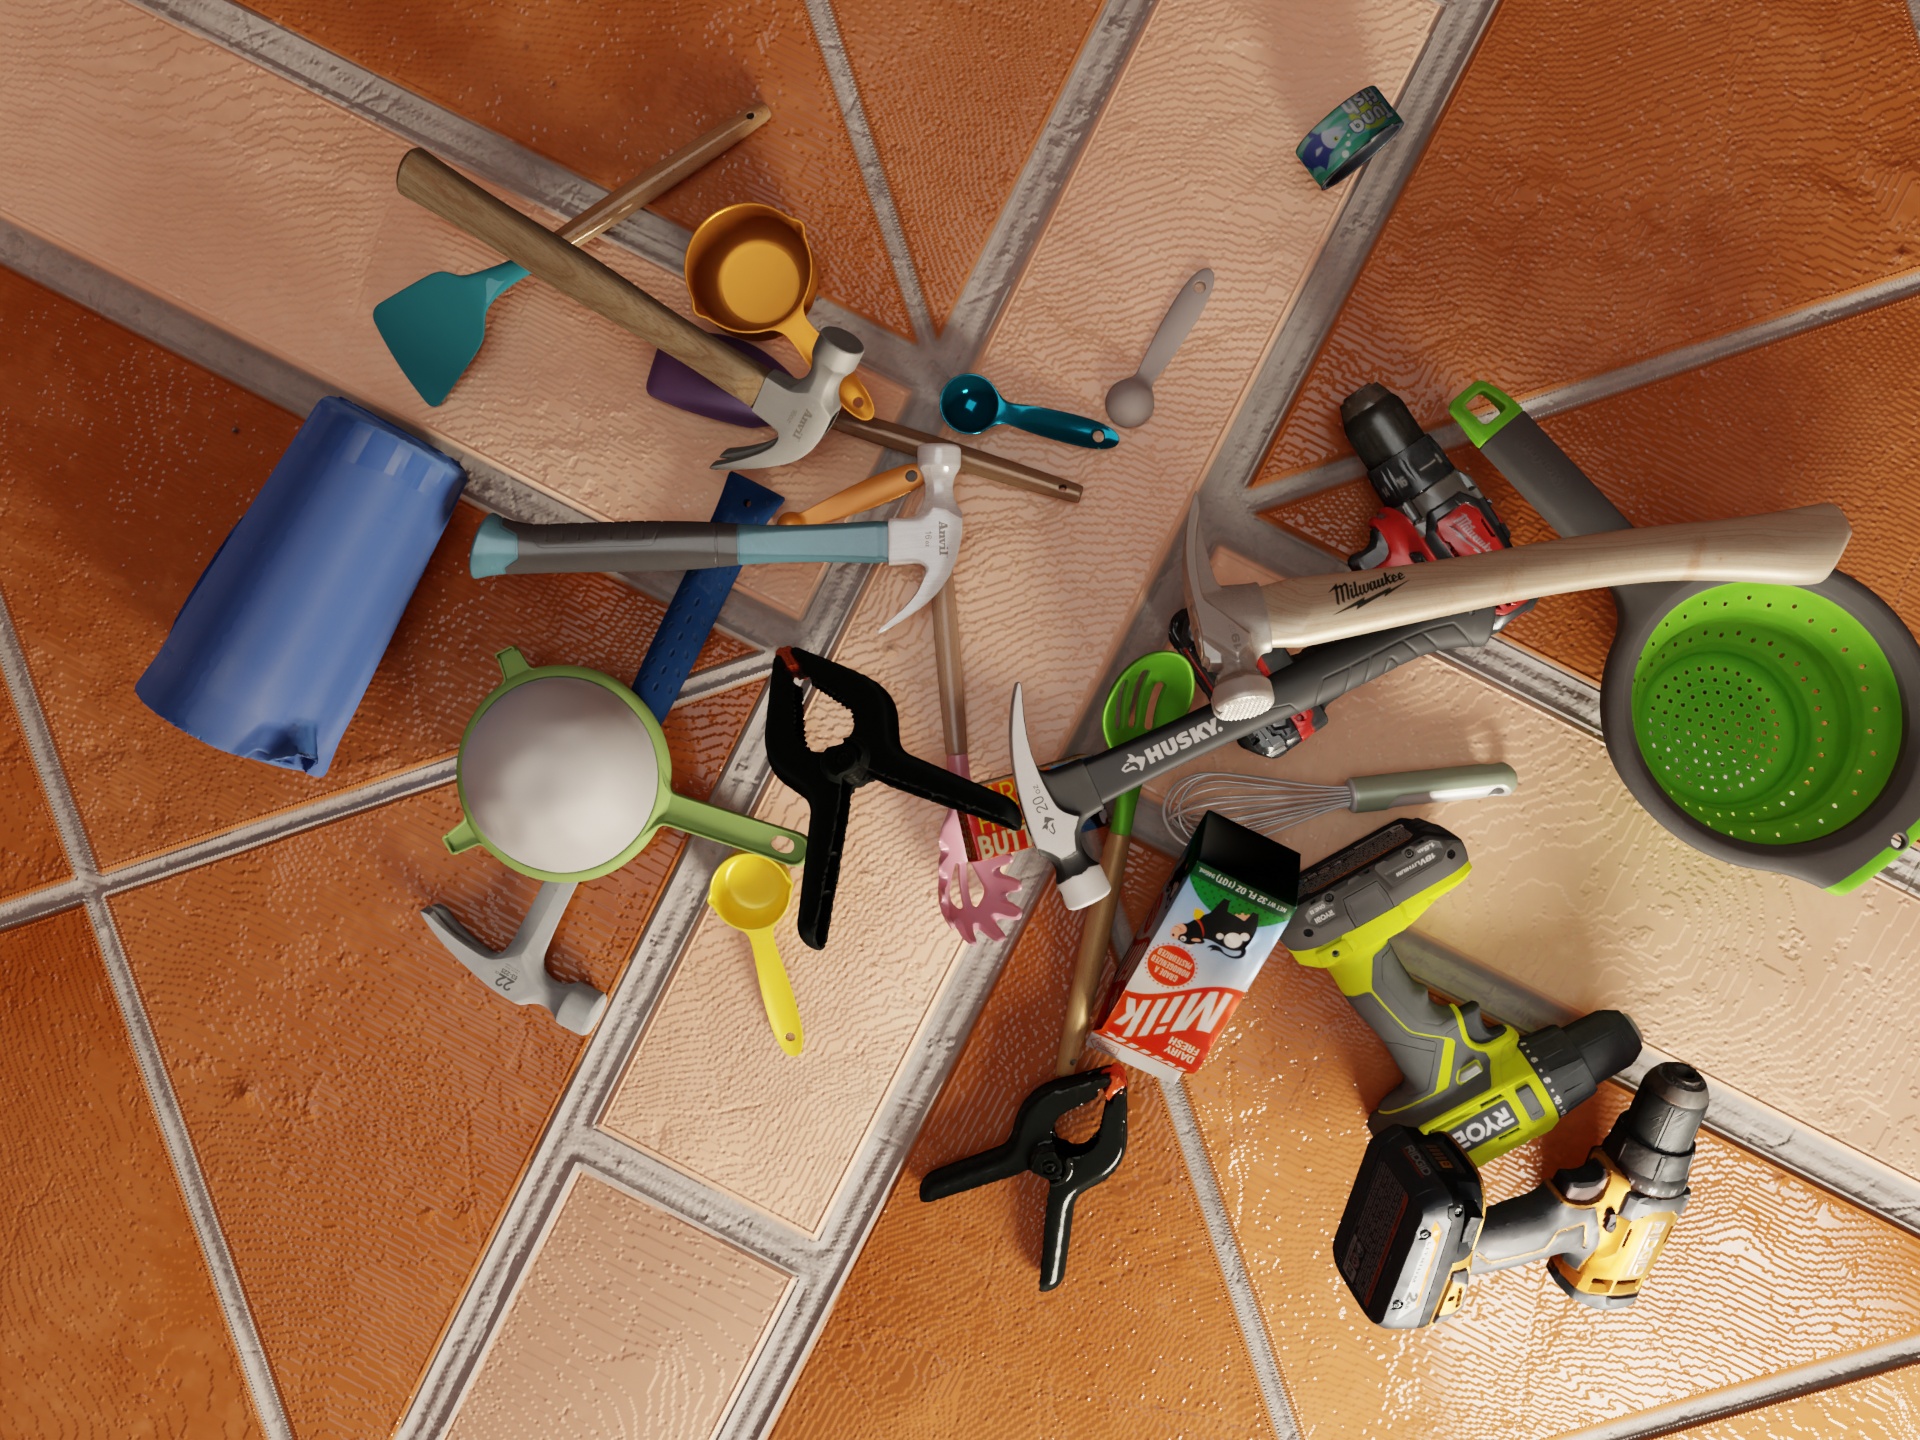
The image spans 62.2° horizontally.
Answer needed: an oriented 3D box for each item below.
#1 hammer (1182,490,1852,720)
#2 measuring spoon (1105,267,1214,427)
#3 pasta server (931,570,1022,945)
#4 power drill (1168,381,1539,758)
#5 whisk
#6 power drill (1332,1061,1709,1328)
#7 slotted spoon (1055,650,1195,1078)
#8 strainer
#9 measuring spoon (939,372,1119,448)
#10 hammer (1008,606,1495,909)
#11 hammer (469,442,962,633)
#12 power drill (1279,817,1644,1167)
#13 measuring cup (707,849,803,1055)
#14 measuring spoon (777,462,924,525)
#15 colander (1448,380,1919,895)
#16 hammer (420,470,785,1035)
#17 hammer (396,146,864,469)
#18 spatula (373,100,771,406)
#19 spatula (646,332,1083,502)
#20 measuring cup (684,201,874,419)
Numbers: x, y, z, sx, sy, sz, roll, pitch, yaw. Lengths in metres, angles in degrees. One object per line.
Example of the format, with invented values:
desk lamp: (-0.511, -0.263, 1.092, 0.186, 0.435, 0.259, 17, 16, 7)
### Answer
hammer: (0.345, -0.100, 0.994, 0.410, 0.038, 0.146, -8, 68, -2)
measuring spoon: (0.140, -0.259, 1.097, 0.034, 0.018, 0.124, 31, 93, 1)
pasta server: (-0.002, -0.004, 1.107, 0.060, 0.040, 0.316, -5, 91, -22)
power drill: (0.251, -0.099, 1.072, 0.226, 0.080, 0.188, -33, 91, 1)
whisk: (0.261, 0.053, 1.093, 0.246, 0.057, 0.059, -6, 63, -1)
power drill: (0.373, 0.305, 1.031, 0.226, 0.084, 0.185, 2, 117, -18)
slotted spoon: (0.102, 0.101, 1.095, 0.070, 0.031, 0.313, 4, 104, -30)
strainer: (-0.225, 0.054, 1.069, 0.256, 0.069, 0.151, 18, 93, 3)
measuring spoon: (0.047, -0.208, 1.108, 0.128, 0.021, 0.042, 13, 89, -7)
hammer: (0.188, -0.014, 1.016, 0.335, 0.035, 0.146, -25, 91, -2)
hammer: (-0.164, -0.120, 1.076, 0.331, 0.033, 0.128, -1, 93, -2)
power drill: (0.334, 0.185, 1.080, 0.190, 0.080, 0.228, -30, 94, 5)
measuring cup: (-0.136, 0.164, 1.133, 0.062, 0.029, 0.156, -12, 104, 3)
measuring spoon: (-0.075, -0.155, 1.116, 0.117, 0.011, 0.021, -21, 91, 3)
colander: (0.461, -0.063, 1.056, 0.204, 0.094, 0.397, -40, 81, -3)
hammer: (-0.238, 0.012, 1.120, 0.144, 0.035, 0.405, 27, 94, 1)
hammer: (-0.230, -0.280, 1.065, 0.331, 0.031, 0.130, 31, 126, 0)
spatula: (-0.267, -0.340, 1.113, 0.317, 0.044, 0.082, -33, 90, -1)
spatula: (-0.066, -0.206, 1.110, 0.316, 0.018, 0.060, 18, 89, 3)
measuring cup: (-0.115, -0.273, 1.094, 0.095, 0.052, 0.173, -39, 92, 4)
